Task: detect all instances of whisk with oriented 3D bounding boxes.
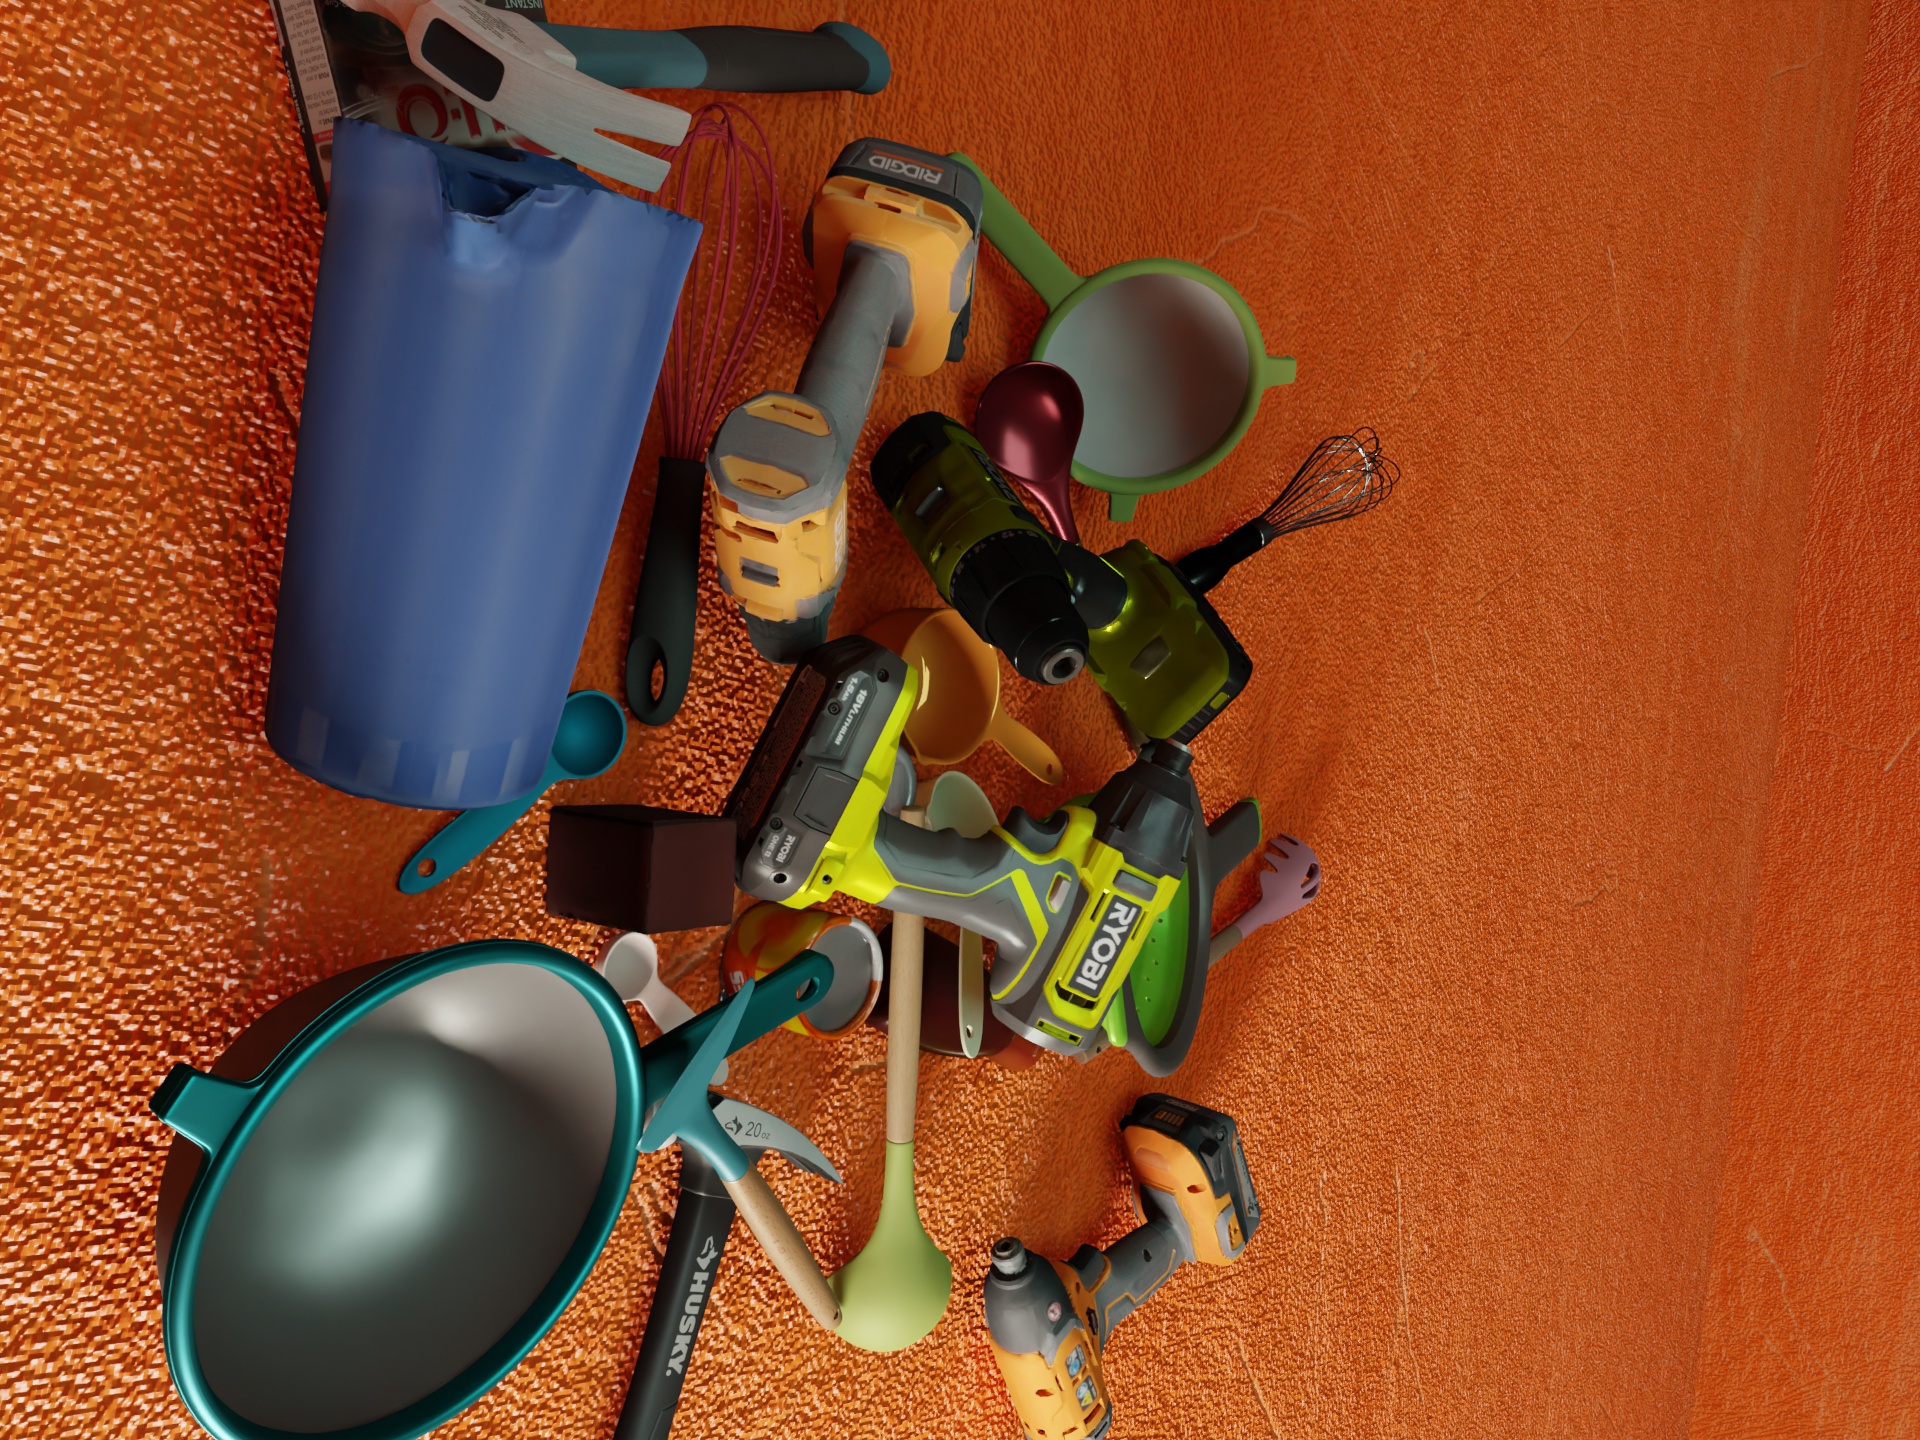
[{"bbox_3d":[-0.130,-0.143,0.759,0.073,0.073,0.296,1,98,-49],"label":"whisk"},{"bbox_3d":[0.239,-0.152,1.193,0.284,0.070,0.070,-33,118,-37],"label":"whisk"}]

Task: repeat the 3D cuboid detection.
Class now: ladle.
[{"bbox_3d":[0.079,-0.093,1.023,0.069,0.031,0.315,-23,124,1],"label":"ladle"},{"bbox_3d":[-0.036,0.201,0.881,0.078,0.062,0.320,-1,100,-19],"label":"ladle"}]

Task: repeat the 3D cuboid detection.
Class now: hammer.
[{"bbox_3d":[-0.156,0.356,0.801,0.146,0.035,0.335,27,74,-47],"label":"hammer"},{"bbox_3d":[-0.116,-0.291,0.697,0.033,0.128,0.331,-54,174,31],"label":"hammer"}]

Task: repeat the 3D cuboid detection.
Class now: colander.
[{"bbox_3d":[0.119,0.104,1.066,0.397,0.094,0.204,-20,107,-66],"label":"colander"}]

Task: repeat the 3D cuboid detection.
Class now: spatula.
[{"bbox_3d":[-0.092,0.229,0.753,0.082,0.044,0.317,-57,149,-31],"label":"spatula"}]

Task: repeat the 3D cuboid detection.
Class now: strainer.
[{"bbox_3d":[0.075,-0.254,0.979,0.256,0.151,0.069,41,19,-25],"label":"strainer"},{"bbox_3d":[-0.197,0.159,0.685,0.340,0.095,0.211,-24,123,-50],"label":"strainer"}]

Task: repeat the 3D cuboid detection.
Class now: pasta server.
[{"bbox_3d":[0.182,0.169,1.183,0.316,0.040,0.060,-28,115,-40],"label":"pasta server"}]

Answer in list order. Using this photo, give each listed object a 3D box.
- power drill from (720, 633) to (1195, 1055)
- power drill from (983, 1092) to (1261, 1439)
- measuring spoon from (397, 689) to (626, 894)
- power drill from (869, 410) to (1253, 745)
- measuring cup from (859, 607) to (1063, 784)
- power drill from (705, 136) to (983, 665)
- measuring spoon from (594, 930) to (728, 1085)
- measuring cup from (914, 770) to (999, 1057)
[{"bbox_3d":[0.007,0.053,0.805,0.223,0.080,0.171,27,91,-22],"label":"power drill"},{"bbox_3d":[0.103,0.356,1.070,0.226,0.084,0.164,-38,122,-36],"label":"power drill"},{"bbox_3d":[-0.207,0.032,0.723,0.128,0.021,0.042,-44,127,-26],"label":"measuring spoon"},{"bbox_3d":[0.064,-0.064,0.892,0.080,0.191,0.228,-46,138,18],"label":"power drill"},{"bbox_3d":[-0.001,-0.003,0.928,0.173,0.052,0.095,38,66,-47],"label":"measuring cup"},{"bbox_3d":[-0.060,-0.147,0.791,0.185,0.084,0.226,98,10,-65],"label":"power drill"},{"bbox_3d":[-0.150,0.148,0.803,0.034,0.018,0.124,-56,139,-29],"label":"measuring spoon"},{"bbox_3d":[-0.009,0.111,0.902,0.083,0.038,0.168,32,48,-48],"label":"measuring cup"}]
